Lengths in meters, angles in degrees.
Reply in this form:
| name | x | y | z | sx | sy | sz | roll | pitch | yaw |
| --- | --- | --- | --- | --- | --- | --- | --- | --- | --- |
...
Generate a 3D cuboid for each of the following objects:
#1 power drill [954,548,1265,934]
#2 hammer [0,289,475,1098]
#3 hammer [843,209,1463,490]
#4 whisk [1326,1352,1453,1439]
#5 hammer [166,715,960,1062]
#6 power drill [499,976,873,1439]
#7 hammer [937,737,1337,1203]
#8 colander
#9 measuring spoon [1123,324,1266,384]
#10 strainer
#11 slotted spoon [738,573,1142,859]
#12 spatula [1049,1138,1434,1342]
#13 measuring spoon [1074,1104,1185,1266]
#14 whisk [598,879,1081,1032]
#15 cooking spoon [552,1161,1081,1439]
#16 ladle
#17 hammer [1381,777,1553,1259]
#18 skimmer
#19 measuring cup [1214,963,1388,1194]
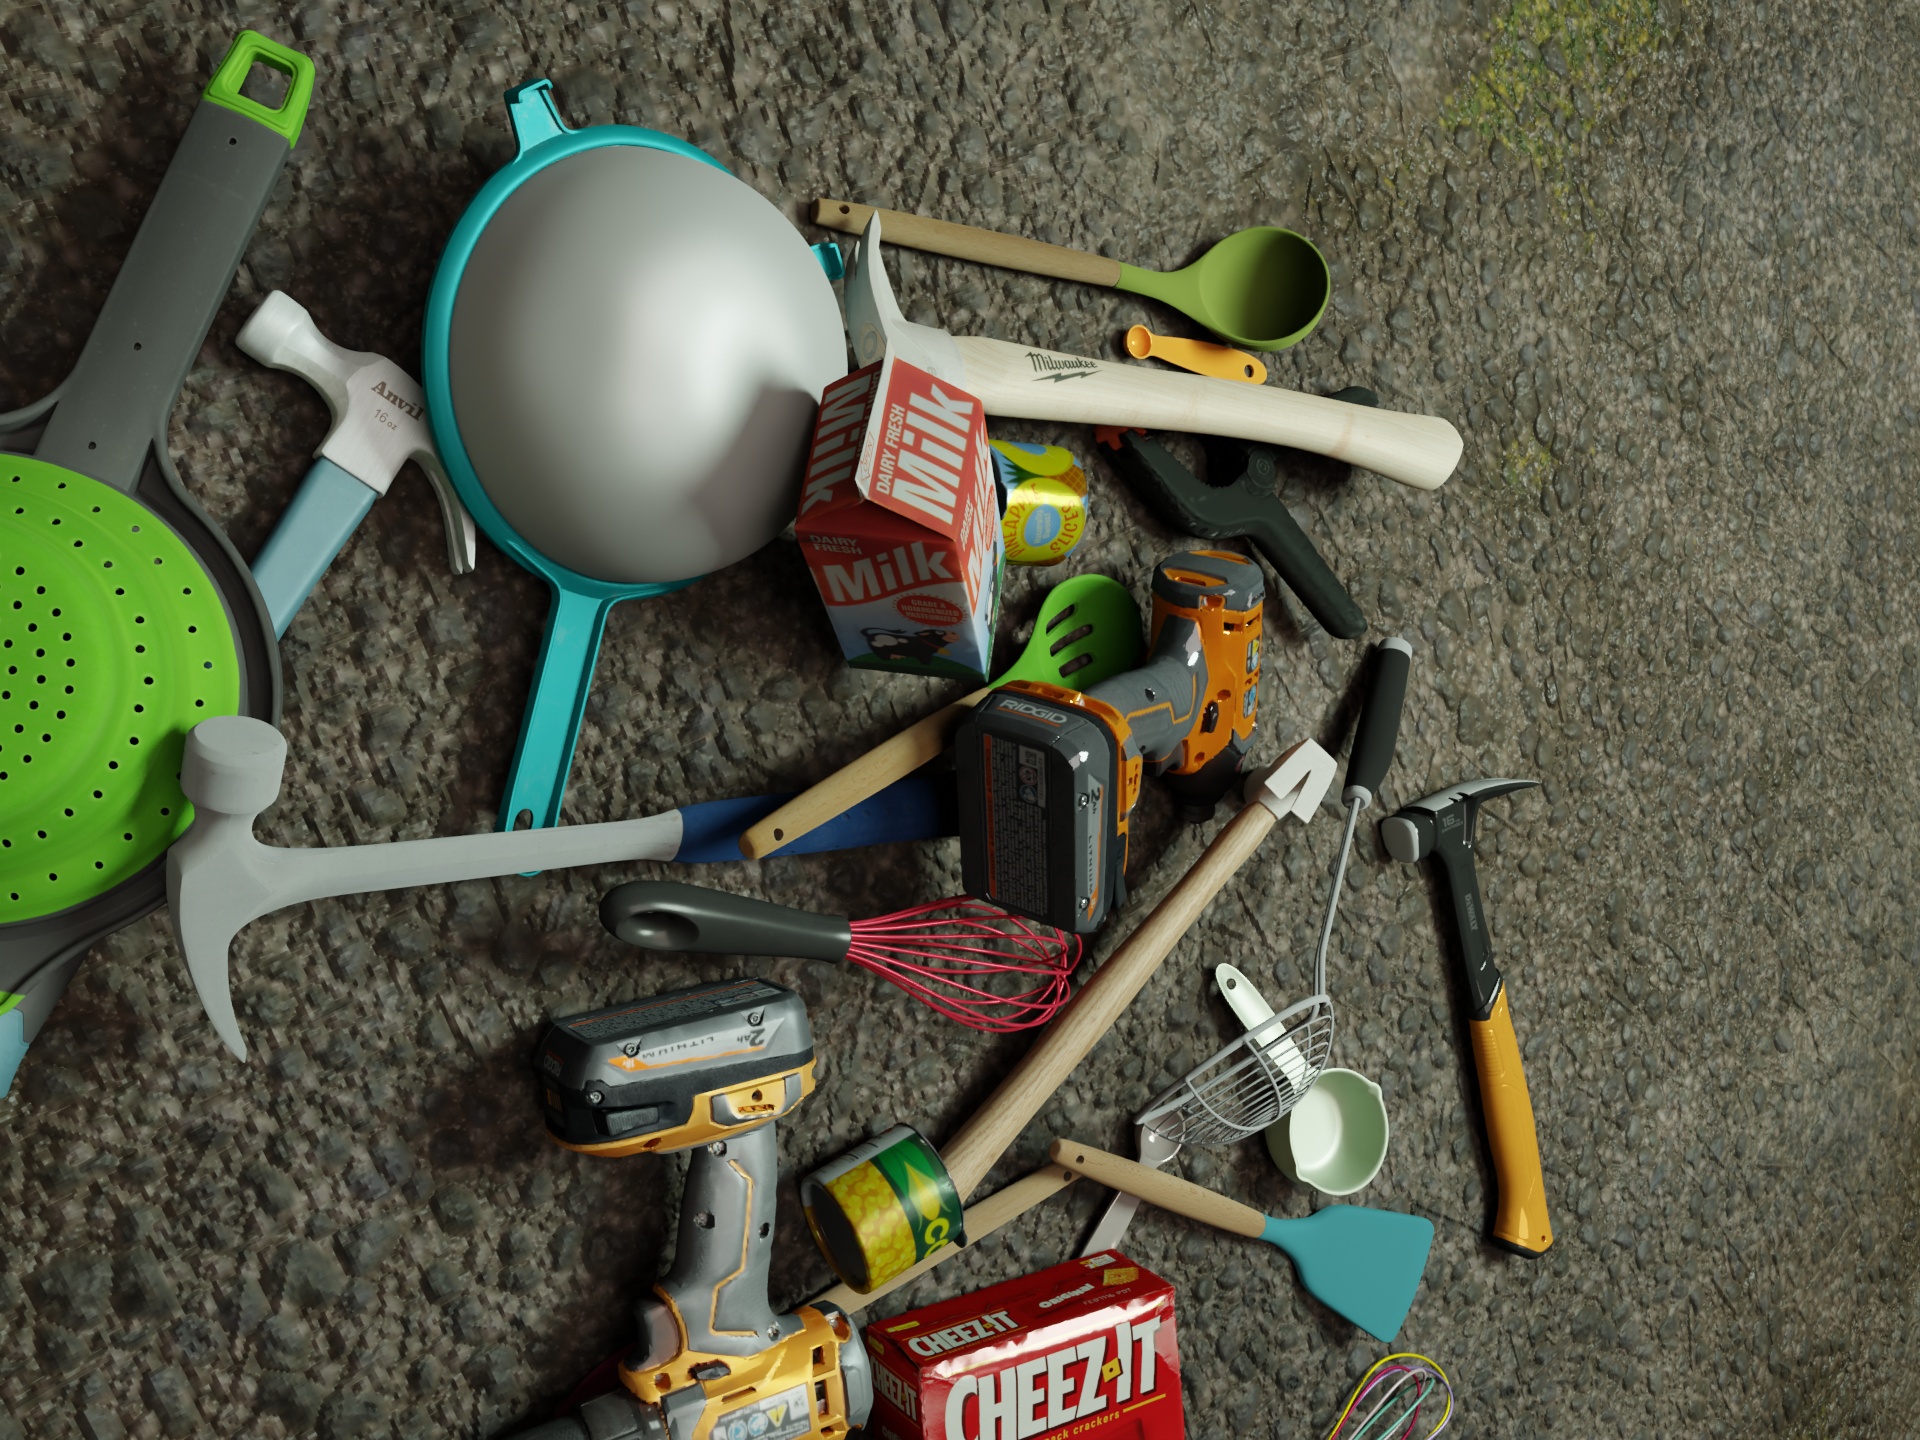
| name | x | y | z | sx | sy | sz | roll | pitch | yaw |
| --- | --- | --- | --- | --- | --- | --- | --- | --- | --- |
| power drill | 0.092 | 0.020 | 0.852 | 0.226 | 0.084 | 0.164 | -36 | 133 | -45 |
| hammer | -0.313 | -0.006 | 0.649 | 0.128 | 0.033 | 0.331 | 35 | 73 | -27 |
| hammer | 0.126 | -0.184 | 0.885 | 0.410 | 0.038 | 0.146 | 1 | 60 | -33 |
| whisk | 0.218 | 0.483 | 1.000 | 0.245 | 0.051 | 0.047 | -30 | 86 | -24 |
| hammer | -0.143 | 0.058 | 0.723 | 0.405 | 0.035 | 0.144 | -4 | 123 | -42 |
| power drill | -0.141 | 0.248 | 0.731 | 0.185 | 0.084 | 0.226 | -9 | 95 | -30 |
| hammer | 0.097 | 0.134 | 0.883 | 0.031 | 0.130 | 0.331 | 42 | 75 | 5 |
| colander | -0.326 | -0.090 | 0.575 | 0.204 | 0.094 | 0.397 | 22 | 79 | -17 |
| measuring spoon | 0.140 | -0.217 | 0.952 | 0.116 | 0.011 | 0.021 | 4 | 90 | -36 |
| strainer | -0.134 | -0.090 | 0.699 | 0.210 | 0.095 | 0.340 | 15 | 88 | -49 |
| slotted spoon | -0.001 | -0.003 | 0.808 | 0.314 | 0.031 | 0.070 | -32 | 108 | -46 |
| spatula | 0.169 | 0.297 | 0.949 | 0.317 | 0.044 | 0.082 | 29 | 80 | -35 |
| measuring spoon | 0.091 | 0.279 | 0.928 | 0.034 | 0.018 | 0.124 | 38 | 78 | -31 |
| whisk | -0.046 | 0.110 | 0.781 | 0.295 | 0.073 | 0.073 | 15 | 83 | -41 |
| cooking spoon | -0.062 | 0.300 | 0.824 | 0.319 | 0.017 | 0.068 | -21 | 102 | -30 |
| ladle | 0.070 | -0.258 | 0.878 | 0.320 | 0.062 | 0.078 | 2 | 71 | -30 |
| hammer | 0.368 | 0.207 | 1.090 | 0.127 | 0.034 | 0.337 | -18 | 101 | -30 |
| skimmer | 0.196 | 0.086 | 0.948 | 0.090 | 0.127 | 0.363 | 21 | 60 | 2 |
| measuring cup | 0.199 | 0.218 | 0.986 | 0.083 | 0.038 | 0.167 | -39 | 97 | -25 |
